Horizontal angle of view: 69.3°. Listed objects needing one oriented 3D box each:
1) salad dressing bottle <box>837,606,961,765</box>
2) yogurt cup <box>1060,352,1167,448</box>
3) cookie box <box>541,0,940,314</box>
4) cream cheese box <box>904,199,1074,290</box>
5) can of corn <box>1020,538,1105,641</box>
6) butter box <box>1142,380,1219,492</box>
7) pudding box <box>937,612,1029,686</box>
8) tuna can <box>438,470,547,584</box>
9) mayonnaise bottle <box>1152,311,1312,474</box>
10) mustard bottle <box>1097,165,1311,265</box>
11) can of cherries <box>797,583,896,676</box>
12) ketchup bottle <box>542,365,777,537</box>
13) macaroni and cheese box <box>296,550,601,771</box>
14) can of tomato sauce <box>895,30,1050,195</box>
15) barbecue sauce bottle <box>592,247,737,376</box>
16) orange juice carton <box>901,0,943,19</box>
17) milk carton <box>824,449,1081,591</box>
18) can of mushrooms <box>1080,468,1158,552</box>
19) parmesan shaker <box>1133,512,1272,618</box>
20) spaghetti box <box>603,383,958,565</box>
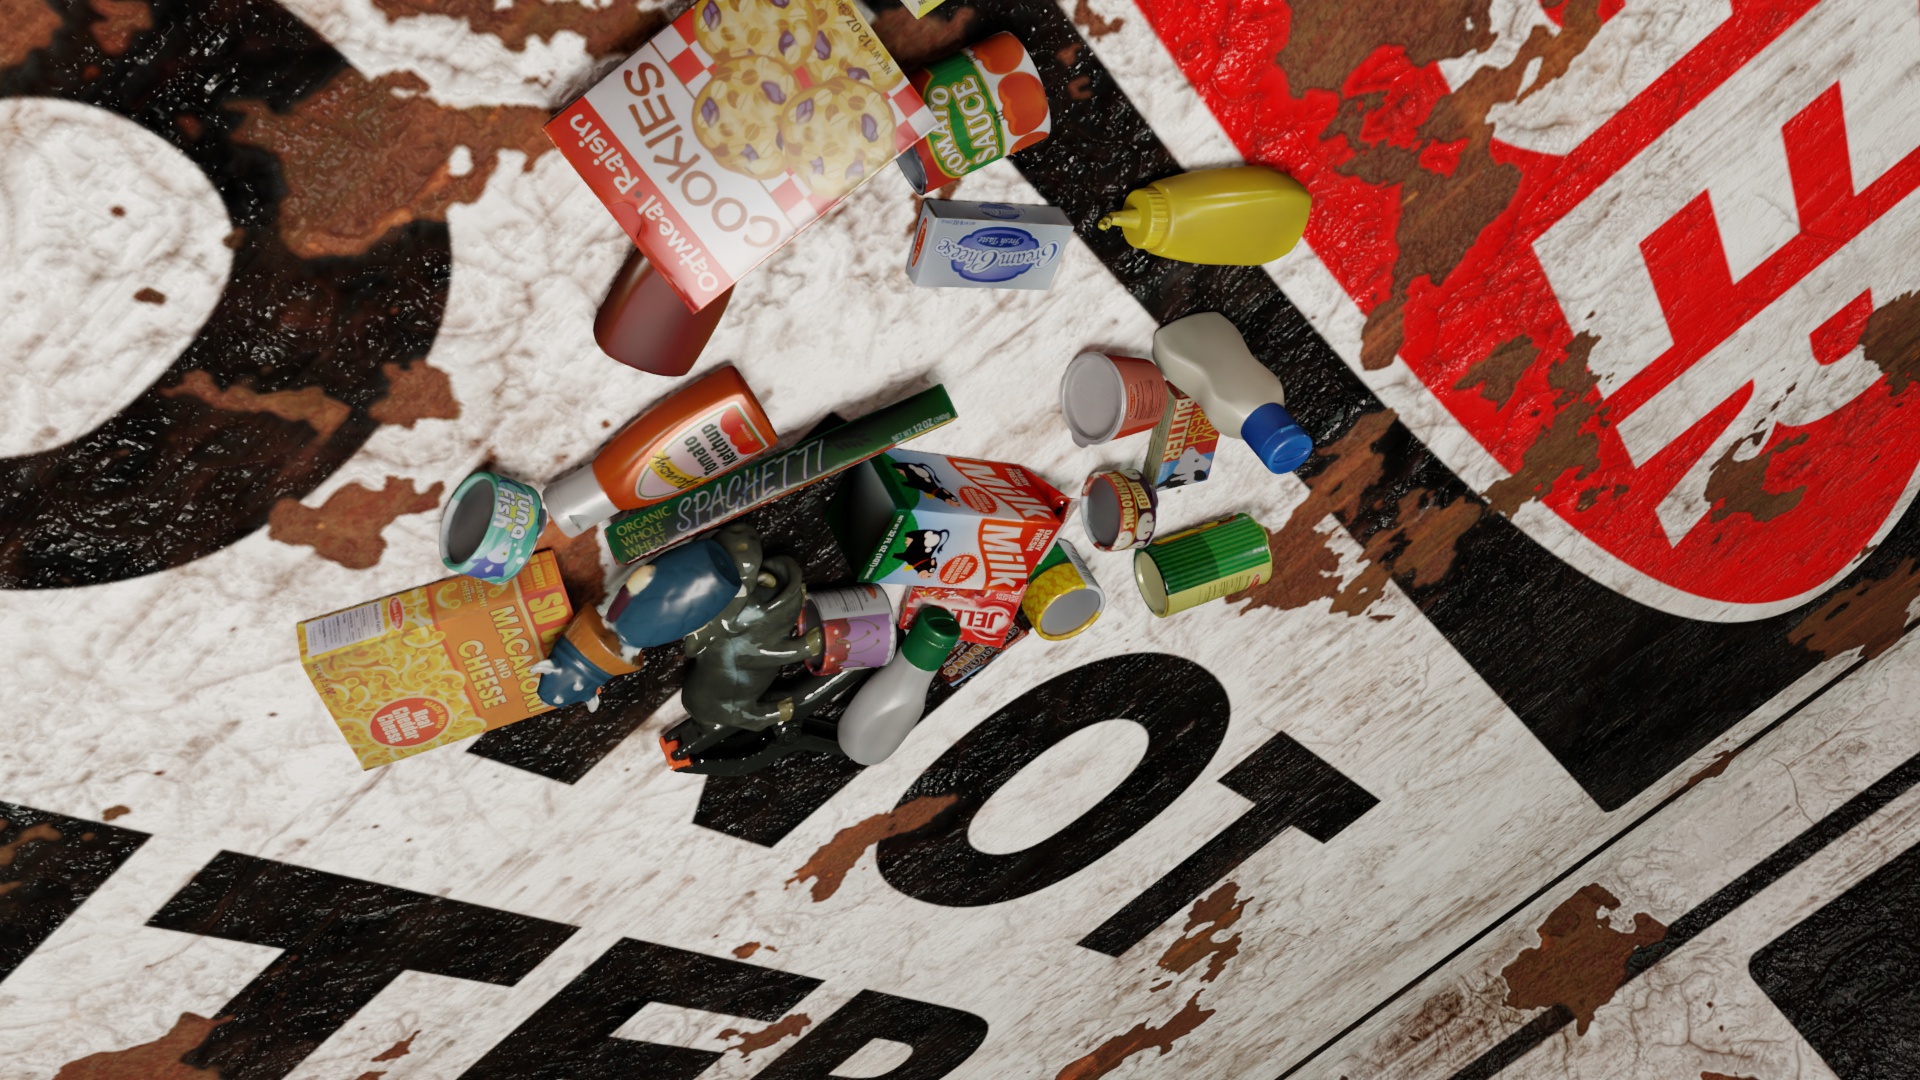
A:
[{"bbox_3d":[-0.048,0.117,1.120,0.064,0.044,0.147,2,131,-43],"label":"salad dressing bottle"},{"bbox_3d":[0.115,-0.106,1.025,0.054,0.072,0.072,-9,137,-36],"label":"yogurt cup"},{"bbox_3d":[-0.114,-0.220,0.733,0.167,0.040,0.122,-36,110,6],"label":"cookie box"},{"bbox_3d":[0.018,-0.191,0.904,0.104,0.024,0.053,-4,135,-29],"label":"cream cheese box"},{"bbox_3d":[0.078,0.043,1.162,0.071,0.058,0.070,-18,139,-16],"label":"can of corn"},{"bbox_3d":[0.182,-0.087,1.118,0.053,0.024,0.103,-13,138,-19],"label":"butter box"},{"bbox_3d":[0.011,0.083,1.183,0.083,0.030,0.049,-34,141,4],"label":"pudding box"},{"bbox_3d":[-0.291,-0.009,0.863,0.071,0.071,0.033,-46,138,18],"label":"tuna can"},{"bbox_3d":[0.199,-0.108,1.008,0.065,0.148,0.041,-19,139,-14],"label":"mayonnaise bottle"},{"bbox_3d":[0.161,-0.221,0.944,0.161,0.049,0.065,-7,135,-26],"label":"mustard bottle"},{"bbox_3d":[-0.089,0.071,1.077,0.058,0.072,0.071,-7,135,-26],"label":"can of cherries"},{"bbox_3d":[-0.196,-0.053,0.898,0.149,0.044,0.064,-29,141,-1],"label":"ketchup bottle"},{"bbox_3d":[-0.344,0.081,0.948,0.167,0.040,0.123,-18,139,-15],"label":"macaroni and cheese box"},{"bbox_3d":[0.002,-0.246,0.799,0.083,0.071,0.071,-26,141,-6],"label":"can of tomato sauce"},{"bbox_3d":[-0.154,-0.166,0.806,0.065,0.044,0.148,13,123,-41],"label":"barbecue sauce bottle"},{"bbox_3d":[-0.046,-0.354,0.653,0.072,0.073,0.192,-34,140,4],"label":"orange juice carton"},{"bbox_3d":[0.004,-0.013,1.043,0.191,0.074,0.072,6,129,-37],"label":"milk carton"},{"bbox_3d":[0.127,-0.025,1.113,0.033,0.071,0.070,-6,135,-25],"label":"can of mushrooms"},{"bbox_3d":[0.211,0.020,1.215,0.103,0.071,0.071,-17,139,-15],"label":"parmesan shaker"},{"bbox_3d":[-0.121,-0.045,0.946,0.250,0.028,0.050,-24,-176,-8],"label":"spaghetti box"}]
